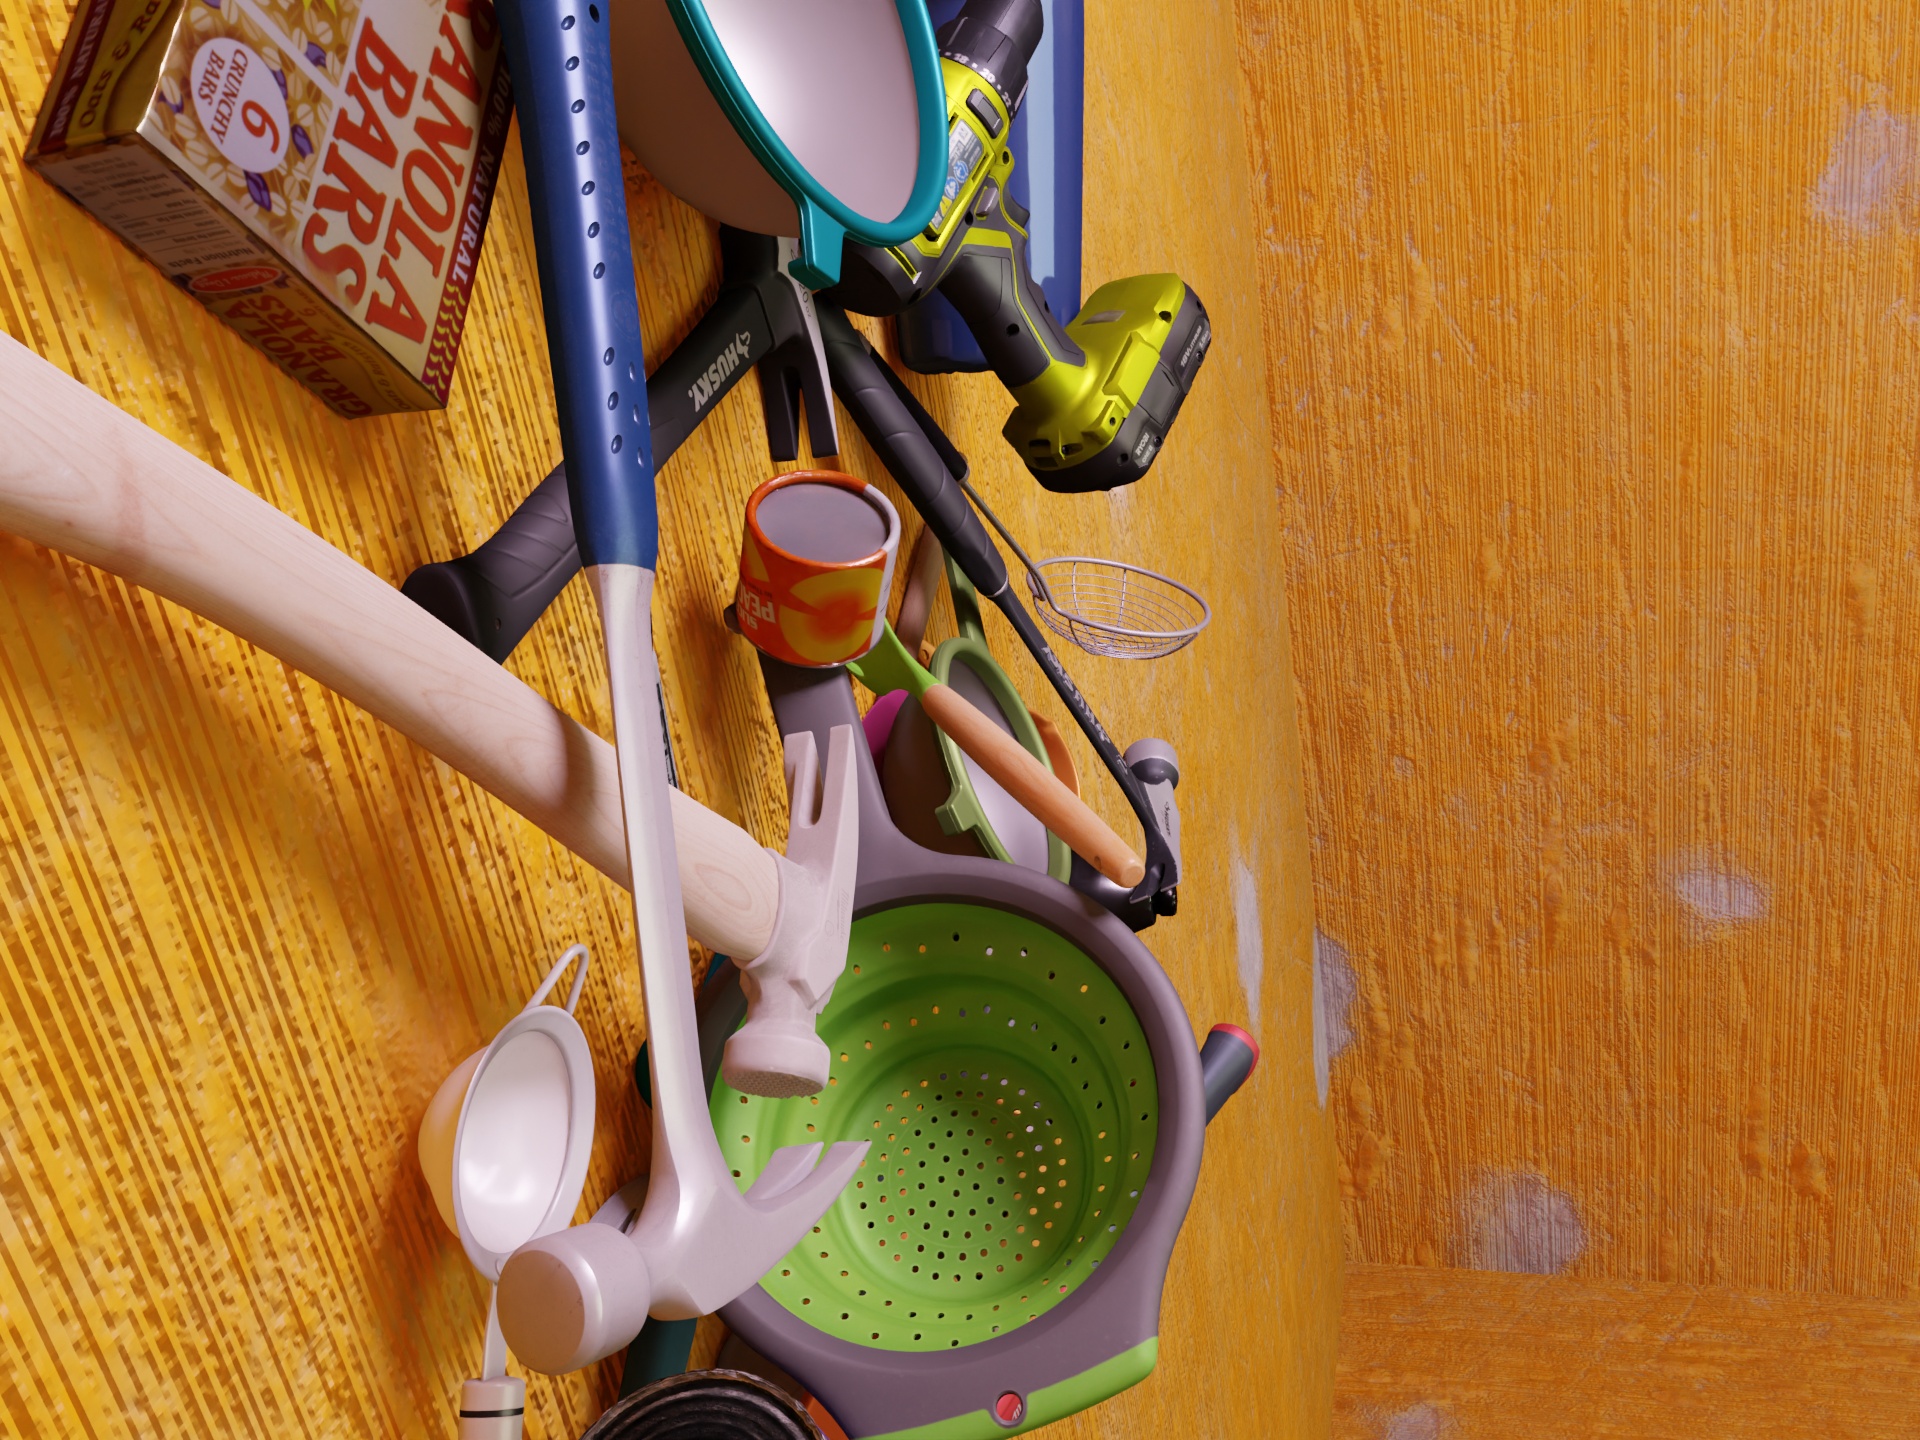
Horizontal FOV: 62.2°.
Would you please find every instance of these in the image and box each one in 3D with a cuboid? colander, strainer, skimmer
[{"bbox_3d":[-0.029,0.098,0.663,0.094,0.204,0.398,74,-2,-56],"label":"colander"},{"bbox_3d":[-0.078,-0.312,0.679,0.210,0.095,0.341,63,28,-25],"label":"strainer"},{"bbox_3d":[0.044,-0.141,0.983,0.090,0.127,0.362,-50,139,-3],"label":"skimmer"},{"bbox_3d":[-0.145,0.198,0.485,0.086,0.050,0.259,51,35,-67],"label":"strainer"},{"bbox_3d":[-0.010,-0.008,0.883,0.151,0.069,0.257,43,29,-51],"label":"strainer"}]

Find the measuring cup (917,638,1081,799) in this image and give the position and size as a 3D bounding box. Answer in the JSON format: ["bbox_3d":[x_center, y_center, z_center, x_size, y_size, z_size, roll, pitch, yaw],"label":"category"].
[{"bbox_3d":[0.007,0.014,1.000,0.173,0.052,0.095,46,39,-28],"label":"measuring cup"}]

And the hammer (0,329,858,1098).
[{"bbox_3d":[-0.146,-0.014,0.458,0.410,0.038,0.146,45,42,-51],"label":"hammer"}]

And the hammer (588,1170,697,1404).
[{"bbox_3d":[-0.129,0.323,0.564,0.128,0.033,0.331,63,31,-53],"label":"hammer"}]

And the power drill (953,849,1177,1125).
[{"bbox_3d":[0.079,0.170,1.033,0.079,0.143,0.219,-75,157,-47],"label":"power drill"}]

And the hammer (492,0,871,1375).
[{"bbox_3d":[-0.099,-0.033,0.481,0.144,0.035,0.405,8,73,-64],"label":"hammer"}]

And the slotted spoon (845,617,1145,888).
[{"bbox_3d":[-0.001,-0.002,0.726,0.314,0.031,0.070,-137,-143,-55],"label":"slotted spoon"}]

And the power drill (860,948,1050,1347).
[{"bbox_3d":[0.001,0.225,0.768,0.226,0.084,0.185,102,-7,-59],"label":"power drill"}]

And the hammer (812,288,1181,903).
[{"bbox_3d":[0.025,-0.064,0.883,0.408,0.036,0.149,54,22,-29],"label":"hammer"}]

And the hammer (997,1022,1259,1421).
[{"bbox_3d":[0.072,0.317,0.941,0.386,0.038,0.143,-48,138,-34],"label":"hammer"}]

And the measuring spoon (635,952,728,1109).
[{"bbox_3d":[-0.112,0.122,0.674,0.129,0.021,0.042,-75,144,-63],"label":"measuring spoon"}]

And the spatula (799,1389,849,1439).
[{"bbox_3d":[-0.091,0.397,0.577,0.081,0.041,0.323,58,34,-30],"label":"spatula"}]

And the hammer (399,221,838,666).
[{"bbox_3d":[-0.124,-0.109,0.631,0.335,0.035,0.146,-68,149,-51],"label":"hammer"}]

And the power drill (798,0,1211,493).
[{"bbox_3d":[0.036,-0.247,0.831,0.228,0.080,0.191,42,67,-39],"label":"power drill"}]

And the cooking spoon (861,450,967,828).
[{"bbox_3d":[-0.030,-0.048,0.926,0.068,0.017,0.319,62,32,-43],"label":"cooking spoon"}]
